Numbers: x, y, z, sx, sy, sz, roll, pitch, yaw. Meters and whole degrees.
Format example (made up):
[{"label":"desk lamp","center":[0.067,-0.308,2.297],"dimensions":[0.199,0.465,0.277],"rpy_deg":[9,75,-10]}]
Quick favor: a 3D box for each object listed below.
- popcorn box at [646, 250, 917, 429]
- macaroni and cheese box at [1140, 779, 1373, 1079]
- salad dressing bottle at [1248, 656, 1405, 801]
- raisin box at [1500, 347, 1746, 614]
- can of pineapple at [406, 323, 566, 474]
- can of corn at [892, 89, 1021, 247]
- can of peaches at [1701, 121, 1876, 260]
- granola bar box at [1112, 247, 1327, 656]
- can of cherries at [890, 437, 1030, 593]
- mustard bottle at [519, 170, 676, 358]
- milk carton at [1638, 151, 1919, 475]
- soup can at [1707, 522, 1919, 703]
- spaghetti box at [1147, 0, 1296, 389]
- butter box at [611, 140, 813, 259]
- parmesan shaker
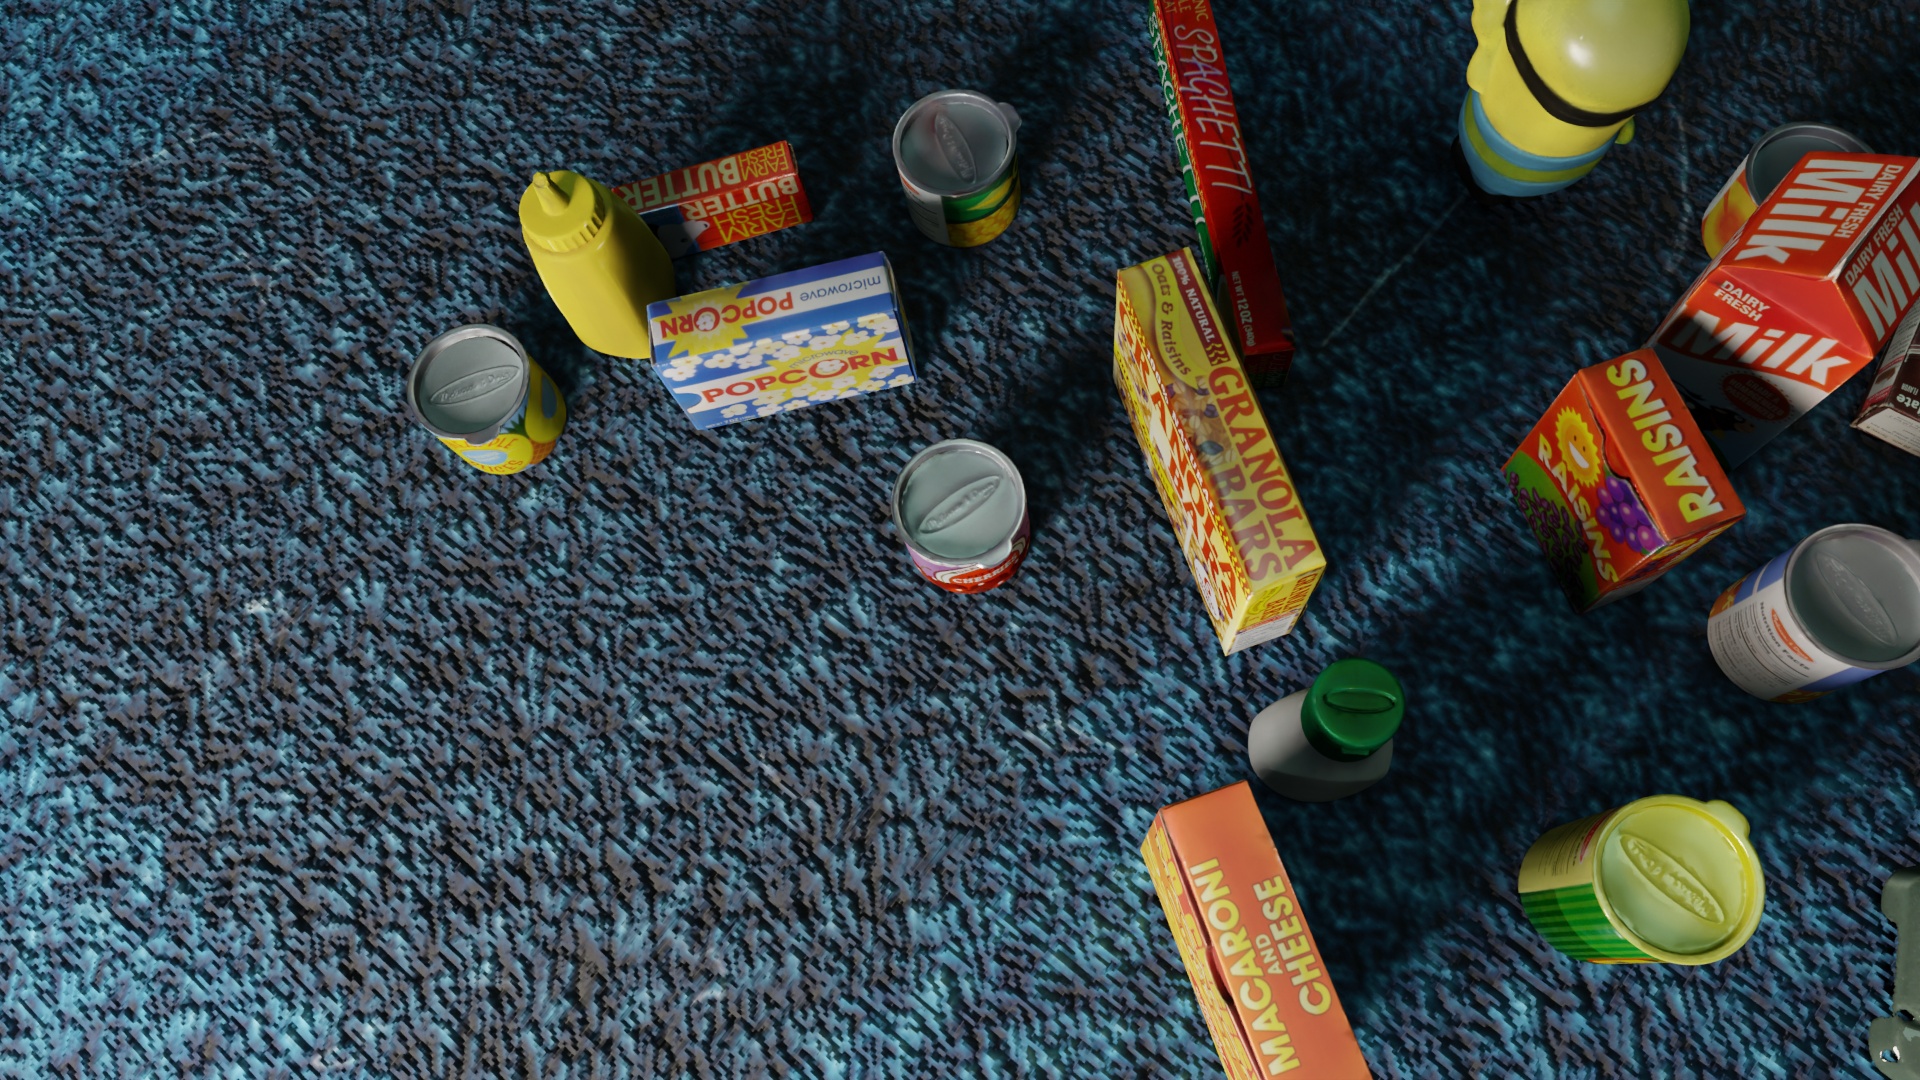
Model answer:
[{"label":"popcorn box","center":[-0.090,-0.103,0.729],"dimensions":[0.127,0.085,0.038],"rpy_deg":[-13,72,1]},{"label":"macaroni and cheese box","center":[0.117,0.173,0.577],"dimensions":[0.040,0.166,0.124],"rpy_deg":[-20,72,-1]},{"label":"salad dressing bottle","center":[0.163,0.085,0.612],"dimensions":[0.064,0.147,0.044],"rpy_deg":[3,73,7]},{"label":"raisin box","center":[0.302,-0.024,0.647],"dimensions":[0.040,0.123,0.086],"rpy_deg":[-19,72,-1]},{"label":"can of pineapple","center":[-0.254,-0.073,0.749],"dimensions":[0.071,0.057,0.071],"rpy_deg":[-2,72,5]},{"label":"can of corn","center":[0.002,-0.205,0.768],"dimensions":[0.071,0.058,0.071],"rpy_deg":[-2,72,5]},{"label":"can of peaches","center":[0.429,-0.170,0.717],"dimensions":[0.071,0.058,0.071],"rpy_deg":[-2,72,5]},{"label":"granola bar box","center":[0.120,-0.039,0.668],"dimensions":[0.039,0.124,0.166],"rpy_deg":[-19,72,-1]},{"label":"can of cherries","center":[0.003,-0.009,0.704],"dimensions":[0.071,0.058,0.071],"rpy_deg":[-2,72,5]},{"label":"mustard bottle","center":[-0.189,-0.149,0.714],"dimensions":[0.049,0.160,0.065],"rpy_deg":[5,73,7]},{"label":"milk carton","center":[0.373,-0.105,0.631],"dimensions":[0.073,0.190,0.072],"rpy_deg":[38,80,15]},{"label":"soup can","center":[0.397,0.035,0.640],"dimensions":[0.071,0.083,0.071],"rpy_deg":[-2,72,5]},{"label":"spaghetti box","center":[0.139,-0.203,0.759],"dimensions":[0.029,0.050,0.251],"rpy_deg":[-10,71,2]},{"label":"butter box","center":[-0.137,-0.188,0.778],"dimensions":[0.103,0.053,0.024],"rpy_deg":[-15,72,0]},{"label":"parmesan shaker","center":[0.293,0.148,0.602],"dimensions":[0.071,0.103,0.071],"rpy_deg":[-2,72,5]}]
